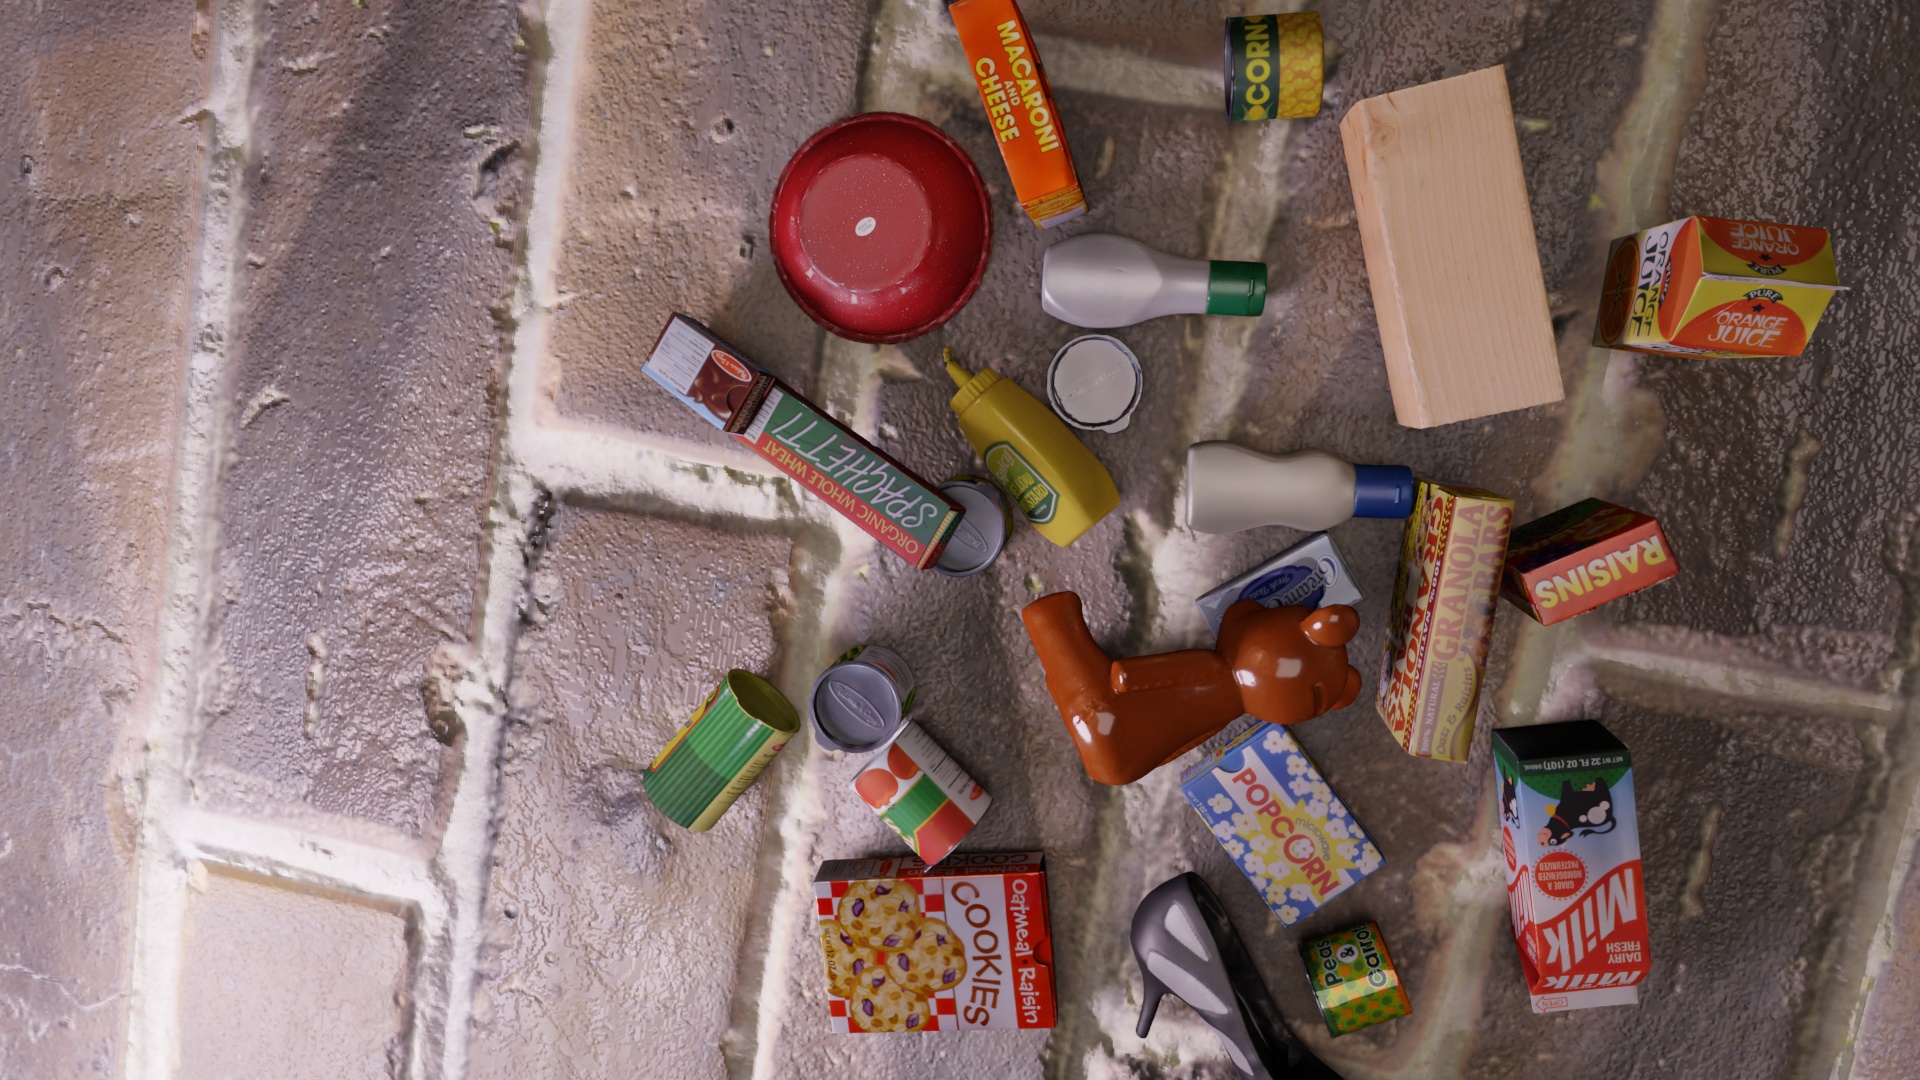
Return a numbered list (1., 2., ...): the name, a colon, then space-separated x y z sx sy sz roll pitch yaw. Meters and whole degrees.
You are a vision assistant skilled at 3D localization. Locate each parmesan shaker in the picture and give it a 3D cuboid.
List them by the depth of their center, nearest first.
1. parmesan shaker: -0.175 0.152 1.004 0.071 0.071 0.103 42 101 1

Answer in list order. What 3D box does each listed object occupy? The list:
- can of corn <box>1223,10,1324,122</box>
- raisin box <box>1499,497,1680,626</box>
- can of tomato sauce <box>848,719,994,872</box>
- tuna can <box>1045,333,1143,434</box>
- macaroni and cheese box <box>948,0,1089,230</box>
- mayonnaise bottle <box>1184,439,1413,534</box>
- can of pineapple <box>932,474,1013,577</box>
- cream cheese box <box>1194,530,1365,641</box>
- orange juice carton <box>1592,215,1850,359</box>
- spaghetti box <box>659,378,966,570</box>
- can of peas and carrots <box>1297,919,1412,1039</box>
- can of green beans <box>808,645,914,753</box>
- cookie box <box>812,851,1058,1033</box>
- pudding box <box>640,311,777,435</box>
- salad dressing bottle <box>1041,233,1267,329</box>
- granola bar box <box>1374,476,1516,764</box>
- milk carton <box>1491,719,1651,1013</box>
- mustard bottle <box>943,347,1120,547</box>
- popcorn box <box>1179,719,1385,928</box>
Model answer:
1. can of corn: 0.202 -0.306 0.897 0.058 0.071 0.071 -2 97 7
2. raisin box: 0.389 0.012 0.884 0.086 0.123 0.040 -24 94 10
3. can of tomato sauce: -0.030 0.181 0.991 0.083 0.071 0.071 45 101 1
4. tuna can: 0.094 -0.107 0.955 0.071 0.033 0.071 1 97 8
5. macaroni and cheese box: 0.041 -0.267 0.874 0.040 0.167 0.123 -20 95 9
6. mayonnaise bottle: 0.228 -0.035 0.943 0.148 0.041 0.064 2 98 6
7. can of pineapple: 0.003 -0.012 0.966 0.071 0.058 0.071 1 98 7
8. cream cheese box: 0.220 0.040 0.961 0.103 0.024 0.053 -30 94 10
9. orange juice carton: 0.444 -0.147 0.822 0.072 0.193 0.073 8 98 8
10. spaghetti box: -0.106 -0.066 0.955 0.250 0.029 0.050 35 102 19
11. can of peas and carrots: 0.273 0.303 0.964 0.058 0.071 0.071 -22 94 9
12. can of green beans: -0.069 0.112 0.991 0.071 0.058 0.071 1 97 8
13. cookie box: -0.016 0.294 1.011 0.167 0.040 0.122 -4 101 8
14. pudding box: -0.172 -0.114 0.950 0.084 0.030 0.049 35 100 19
15. salad dressing bottle: 0.130 -0.173 0.937 0.148 0.044 0.064 5 96 6
16. granola bar box: 0.309 0.046 0.899 0.039 0.124 0.165 8 98 5
17. milk carton: 0.411 0.224 0.933 0.072 0.073 0.190 -8 96 9
18. mustard bottle: 0.038 -0.069 0.952 0.160 0.065 0.049 48 57 4
19. popcorn box: 0.224 0.195 0.973 0.085 0.038 0.126 -37 91 12
